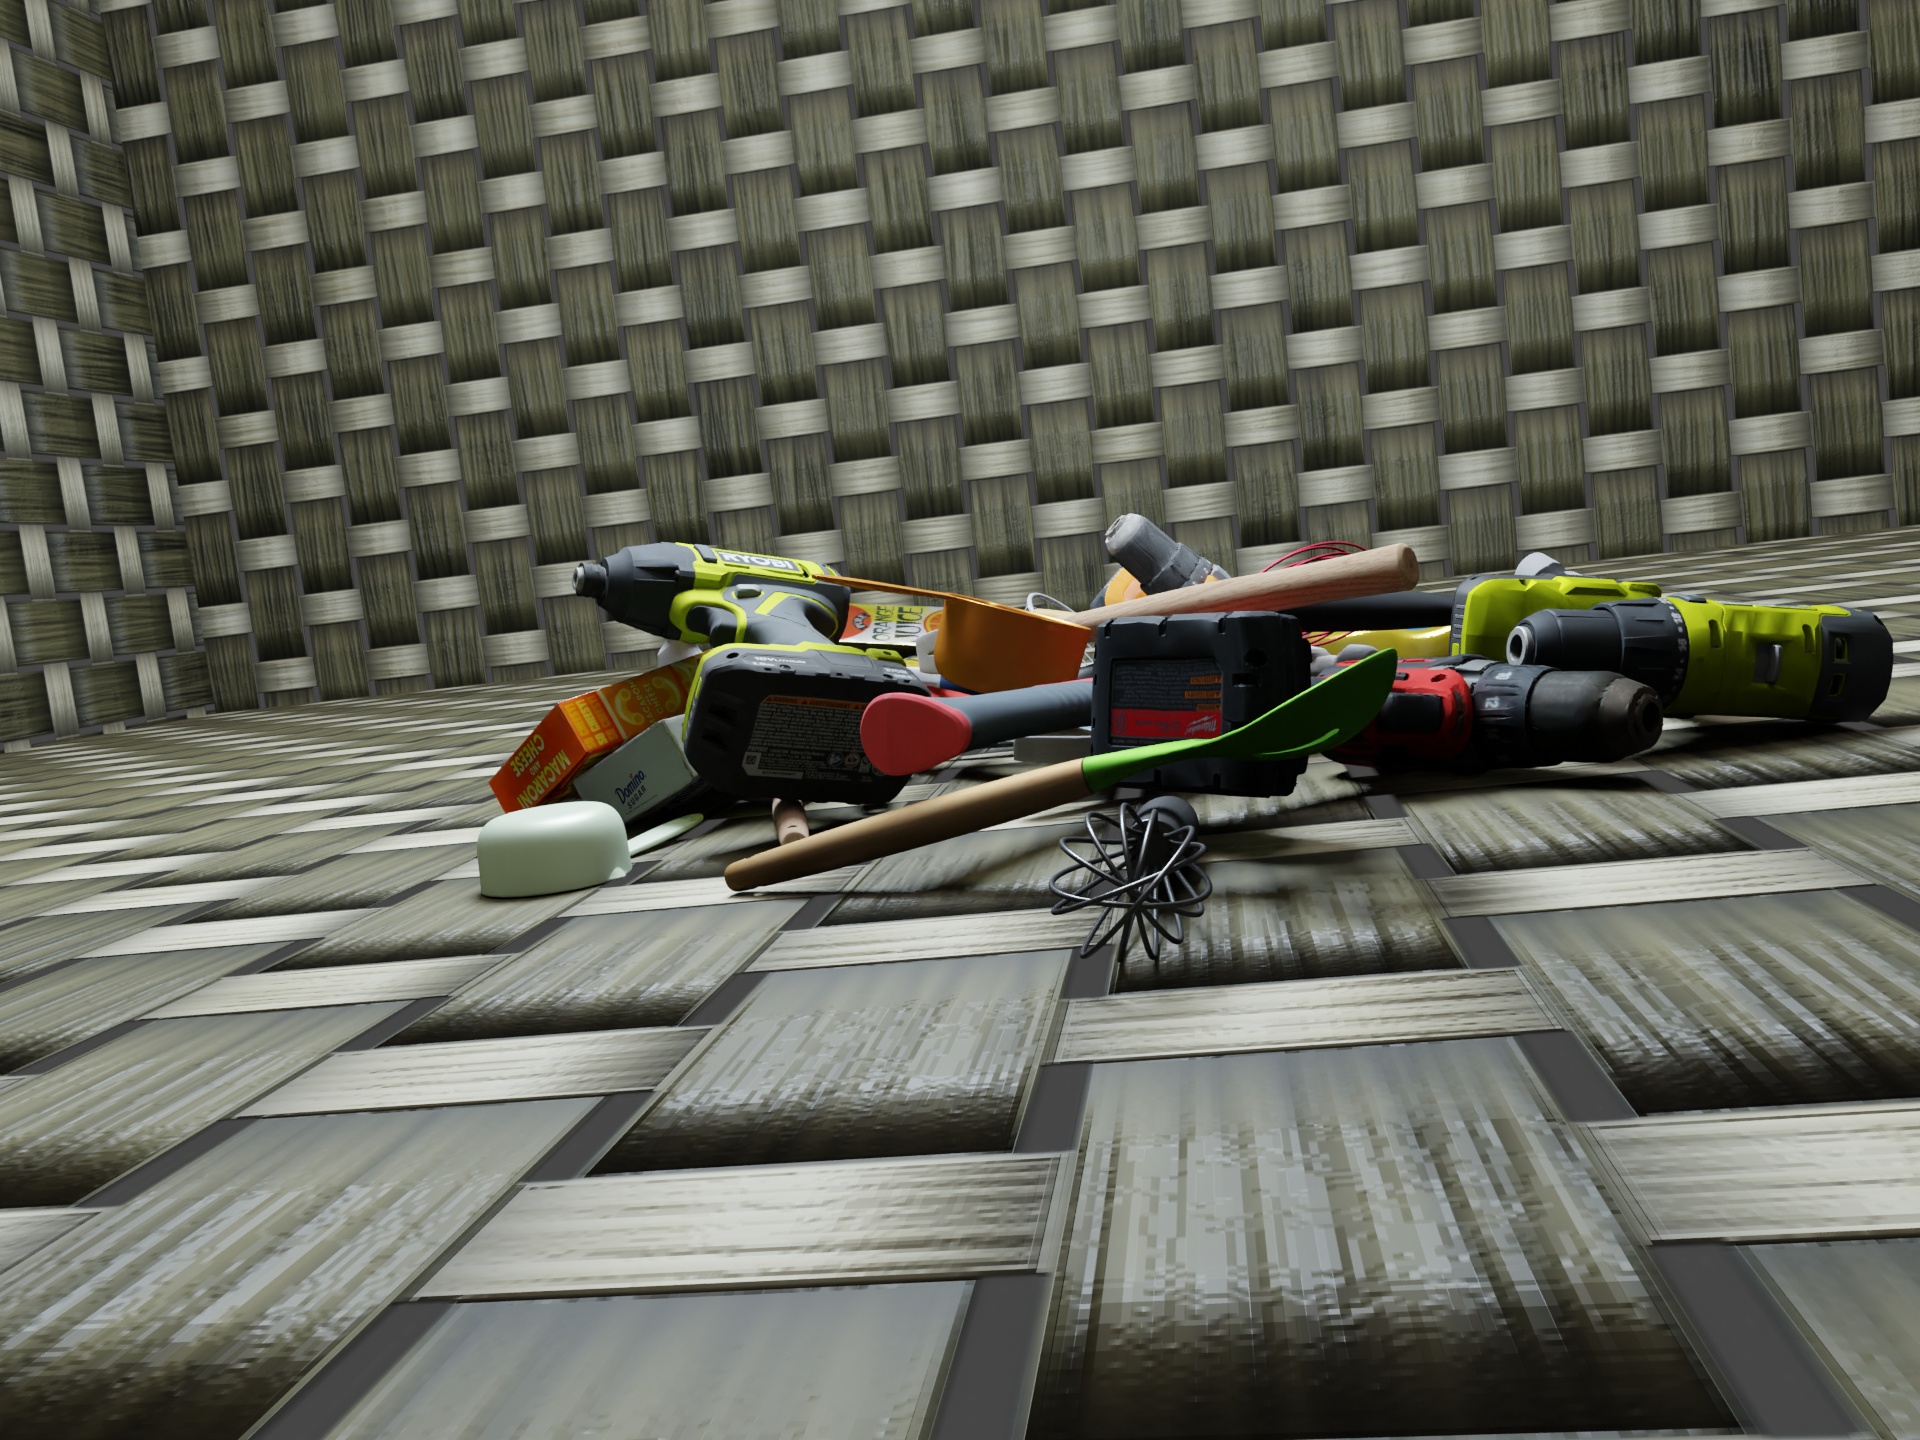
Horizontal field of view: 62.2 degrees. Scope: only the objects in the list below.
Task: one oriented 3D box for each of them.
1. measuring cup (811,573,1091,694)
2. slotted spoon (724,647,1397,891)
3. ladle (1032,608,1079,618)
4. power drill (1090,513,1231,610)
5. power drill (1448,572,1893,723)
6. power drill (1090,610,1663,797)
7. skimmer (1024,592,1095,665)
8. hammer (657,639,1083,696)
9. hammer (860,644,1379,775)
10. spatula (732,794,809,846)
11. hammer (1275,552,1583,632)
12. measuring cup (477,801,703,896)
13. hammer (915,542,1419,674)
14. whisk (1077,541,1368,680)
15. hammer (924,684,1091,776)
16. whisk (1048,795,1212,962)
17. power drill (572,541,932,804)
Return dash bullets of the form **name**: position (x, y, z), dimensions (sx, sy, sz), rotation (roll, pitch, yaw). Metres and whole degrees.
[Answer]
- **measuring cup**: position (-0.009, -0.046, 0.911), dimensions (0.173, 0.052, 0.095), rotation (9, 7, -26)
- **slotted spoon**: position (0.032, 0.030, 0.665), dimensions (0.314, 0.031, 0.070), rotation (-17, -6, 24)
- **ladle**: position (0.183, -0.043, 1.050), dimensions (0.315, 0.031, 0.069), rotation (13, -2, 32)
- **power drill**: position (0.179, -0.102, 1.358), dimensions (0.084, 0.185, 0.226), rotation (-51, 9, -3)
- **power drill**: position (0.367, -0.042, 0.897), dimensions (0.190, 0.080, 0.228), rotation (3, 6, -7)
- **power drill**: position (0.194, -0.004, 0.751), dimensions (0.226, 0.080, 0.188), rotation (2, 0, -36)
- **skimmer**: position (0.184, -0.053, 1.239), dimensions (0.127, 0.090, 0.363), rotation (28, -15, -36)
- **hammer**: position (-0.025, -0.023, 1.182), dimensions (0.405, 0.144, 0.035), rotation (3, 8, 5)
- **hammer**: position (0.078, -0.015, 0.858), dimensions (0.143, 0.038, 0.386), rotation (7, 11, 40)
- **spatula**: position (-0.103, 0.050, 0.924), dimensions (0.059, 0.018, 0.316), rotation (-12, 5, -7)
- **hammer**: position (0.326, -0.073, 1.081), dimensions (0.334, 0.035, 0.146), rotation (-2, 30, -27)
- **measuring cup**: position (-0.190, 0.056, 0.853), dimensions (0.083, 0.038, 0.167), rotation (-4, 9, 26)
- **hammer**: position (0.117, -0.066, 0.992), dimensions (0.331, 0.031, 0.130), rotation (-9, 2, 31)
- **whisk**: position (0.171, -0.056, 1.127), dimensions (0.296, 0.073, 0.073), rotation (-22, 8, -8)
- **hammer**: position (-0.002, -0.003, 1.010), dimensions (0.149, 0.036, 0.359), rotation (-4, 10, -33)
- **whisk**: position (0.072, 0.051, 0.603), dimensions (0.055, 0.055, 0.239), rotation (-6, 1, 12)
- **power drill**: position (-0.123, -0.040, 0.928), dimensions (0.171, 0.080, 0.223), rotation (5, 24, -29)
